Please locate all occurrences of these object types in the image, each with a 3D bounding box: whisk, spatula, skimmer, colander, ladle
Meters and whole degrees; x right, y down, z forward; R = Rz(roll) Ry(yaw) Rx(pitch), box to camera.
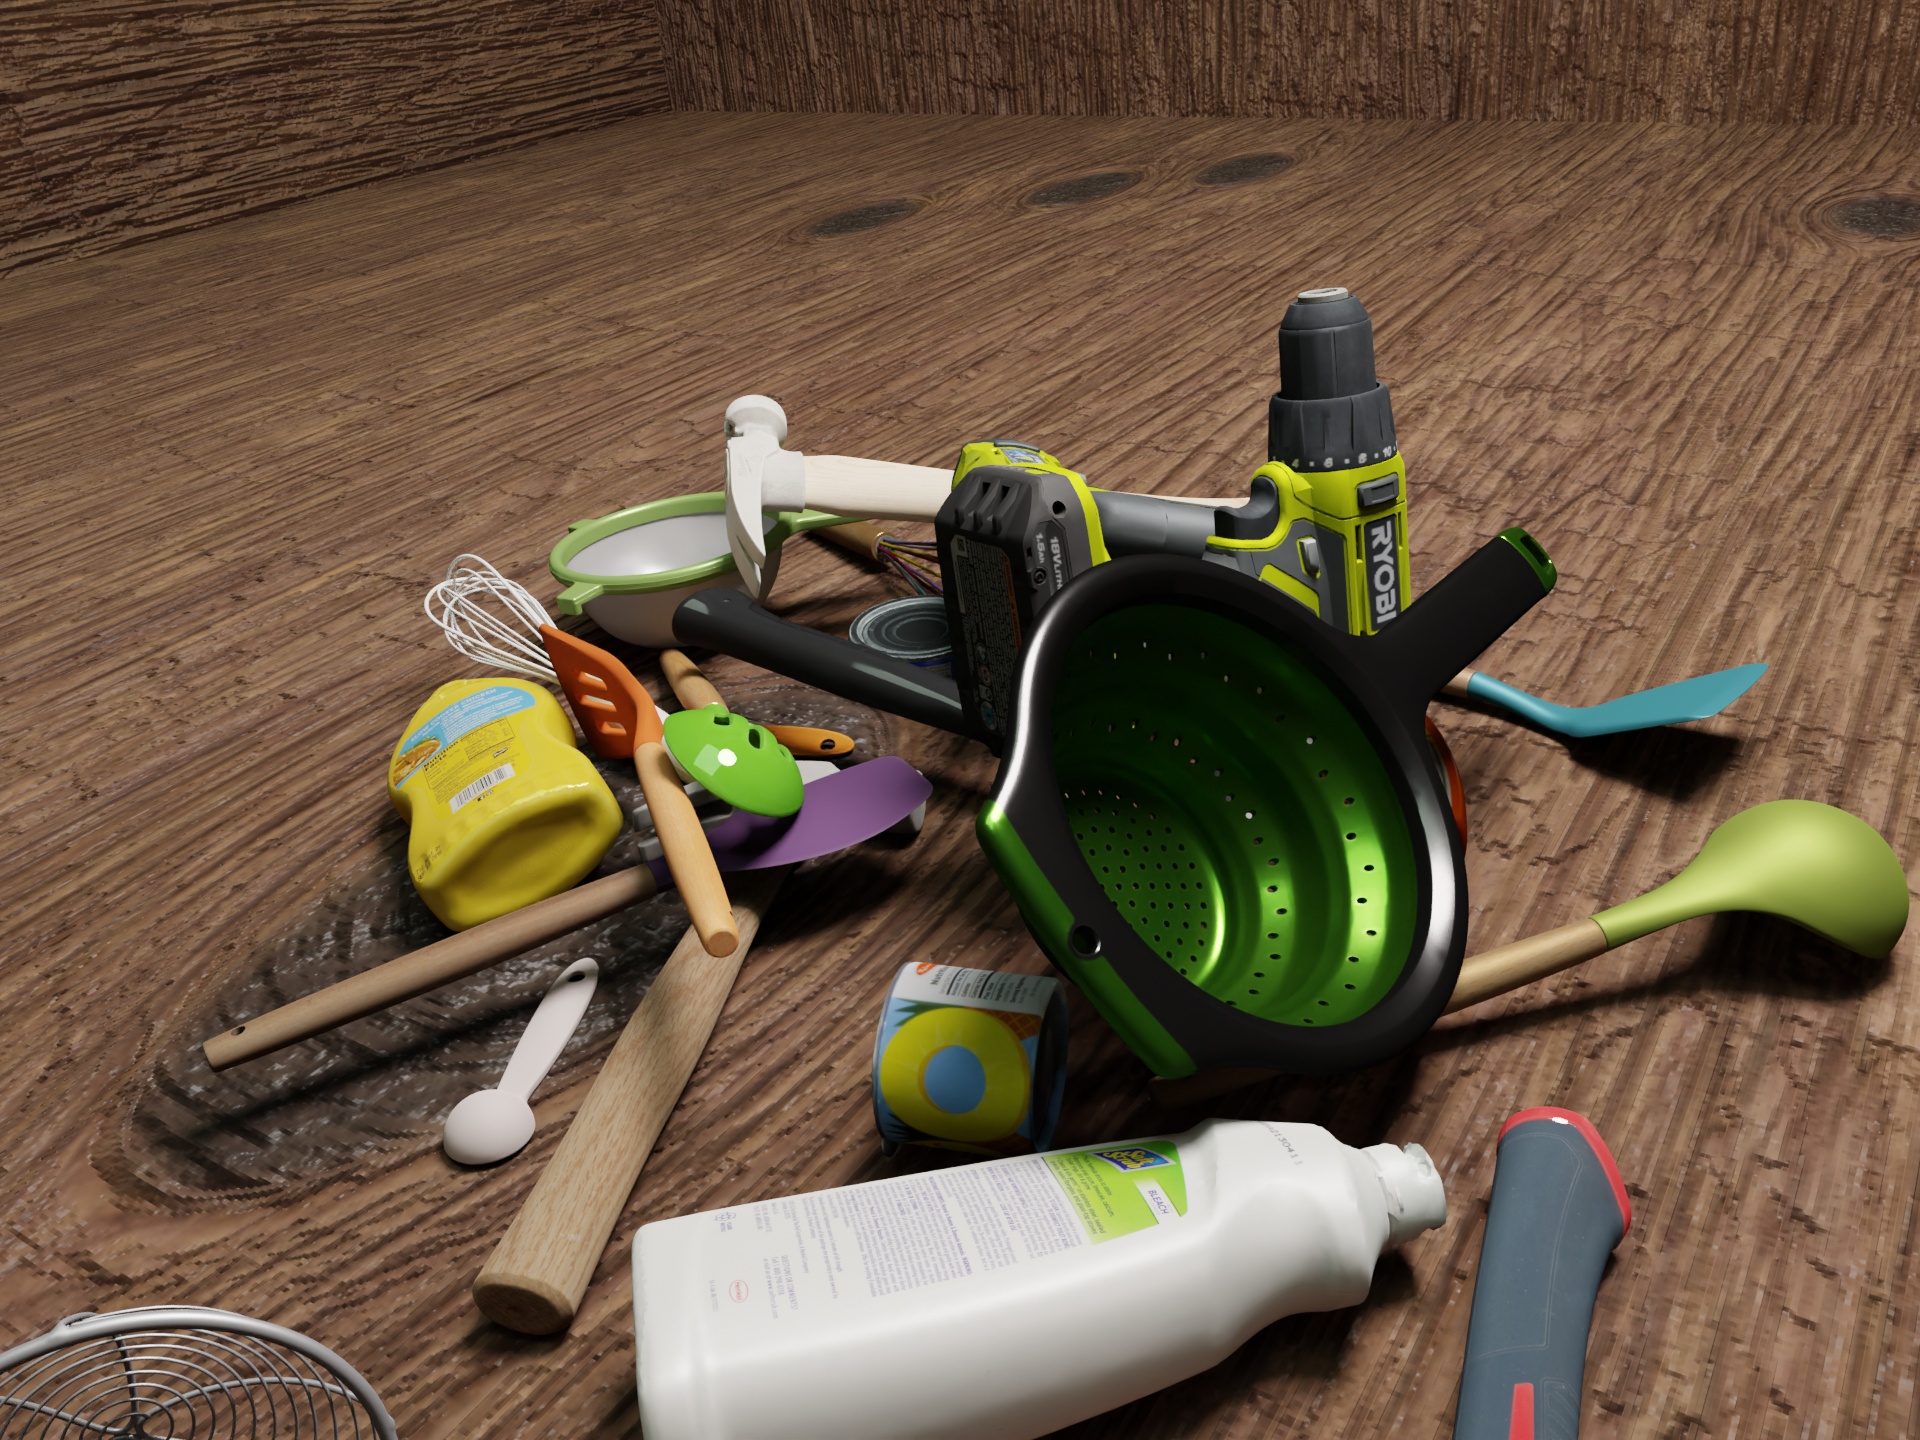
[{"bbox_3d":[-0.036,-0.105,1.036,0.047,0.051,0.245,1,17,-35],"label":"whisk"},{"bbox_3d":[0.252,-0.036,0.851,0.318,0.044,0.082,19,33,39],"label":"spatula"},{"bbox_3d":[-0.085,0.231,0.374,0.363,0.127,0.090,12,15,14],"label":"skimmer"},{"bbox_3d":[-0.210,-0.024,0.871,0.246,0.059,0.058,31,32,29],"label":"whisk"},{"bbox_3d":[-0.141,0.029,0.698,0.041,0.081,0.323,-23,25,-10],"label":"spatula"},{"bbox_3d":[-0.153,0.078,0.671,0.316,0.018,0.060,-21,32,-22],"label":"spatula"},{"bbox_3d":[0.136,0.013,0.657,0.397,0.094,0.204,-32,83,-42],"label":"colander"},{"bbox_3d":[0.224,0.101,0.622,0.320,0.062,0.078,-18,37,-8],"label":"ladle"}]

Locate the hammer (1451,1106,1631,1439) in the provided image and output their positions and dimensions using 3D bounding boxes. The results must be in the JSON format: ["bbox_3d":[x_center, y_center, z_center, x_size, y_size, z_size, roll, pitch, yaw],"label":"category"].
[{"bbox_3d":[0.113,0.216,0.379,0.143,0.038,0.386,32,34,6],"label":"hammer"}]

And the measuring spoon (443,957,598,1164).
[{"bbox_3d":[-0.174,0.130,0.645,0.034,0.018,0.124,0,28,10],"label":"measuring spoon"}]

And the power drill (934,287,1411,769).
[{"bbox_3d":[0.108,-0.081,0.712,0.228,0.190,0.080,-19,22,-26],"label":"power drill"}]

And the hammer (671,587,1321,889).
[{"bbox_3d":[-0.001,-0.002,0.781,0.335,0.035,0.146,20,32,23],"label":"hammer"}]

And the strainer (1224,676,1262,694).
[{"bbox_3d":[0.089,-0.037,0.802,0.258,0.050,0.087,11,7,-41],"label":"strainer"}]

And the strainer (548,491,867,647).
[{"bbox_3d":[-0.121,-0.096,0.989,0.256,0.069,0.152,-10,26,-6],"label":"strainer"}]

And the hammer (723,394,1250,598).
[{"bbox_3d":[0.065,-0.119,0.952,0.410,0.038,0.146,3,46,-13],"label":"hammer"}]

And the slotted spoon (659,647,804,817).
[{"bbox_3d":[-0.131,-0.008,0.808,0.070,0.031,0.314,28,2,-20],"label":"slotted spoon"}]

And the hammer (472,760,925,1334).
[{"bbox_3d":[-0.113,0.110,0.658,0.130,0.031,0.331,2,30,12],"label":"hammer"}]

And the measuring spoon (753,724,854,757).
[{"bbox_3d":[-0.114,0.013,0.860,0.117,0.011,0.021,3,46,8],"label":"measuring spoon"}]

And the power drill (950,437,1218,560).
[{"bbox_3d":[0.107,-0.107,0.857,0.223,0.080,0.171,7,19,-10],"label":"power drill"}]
